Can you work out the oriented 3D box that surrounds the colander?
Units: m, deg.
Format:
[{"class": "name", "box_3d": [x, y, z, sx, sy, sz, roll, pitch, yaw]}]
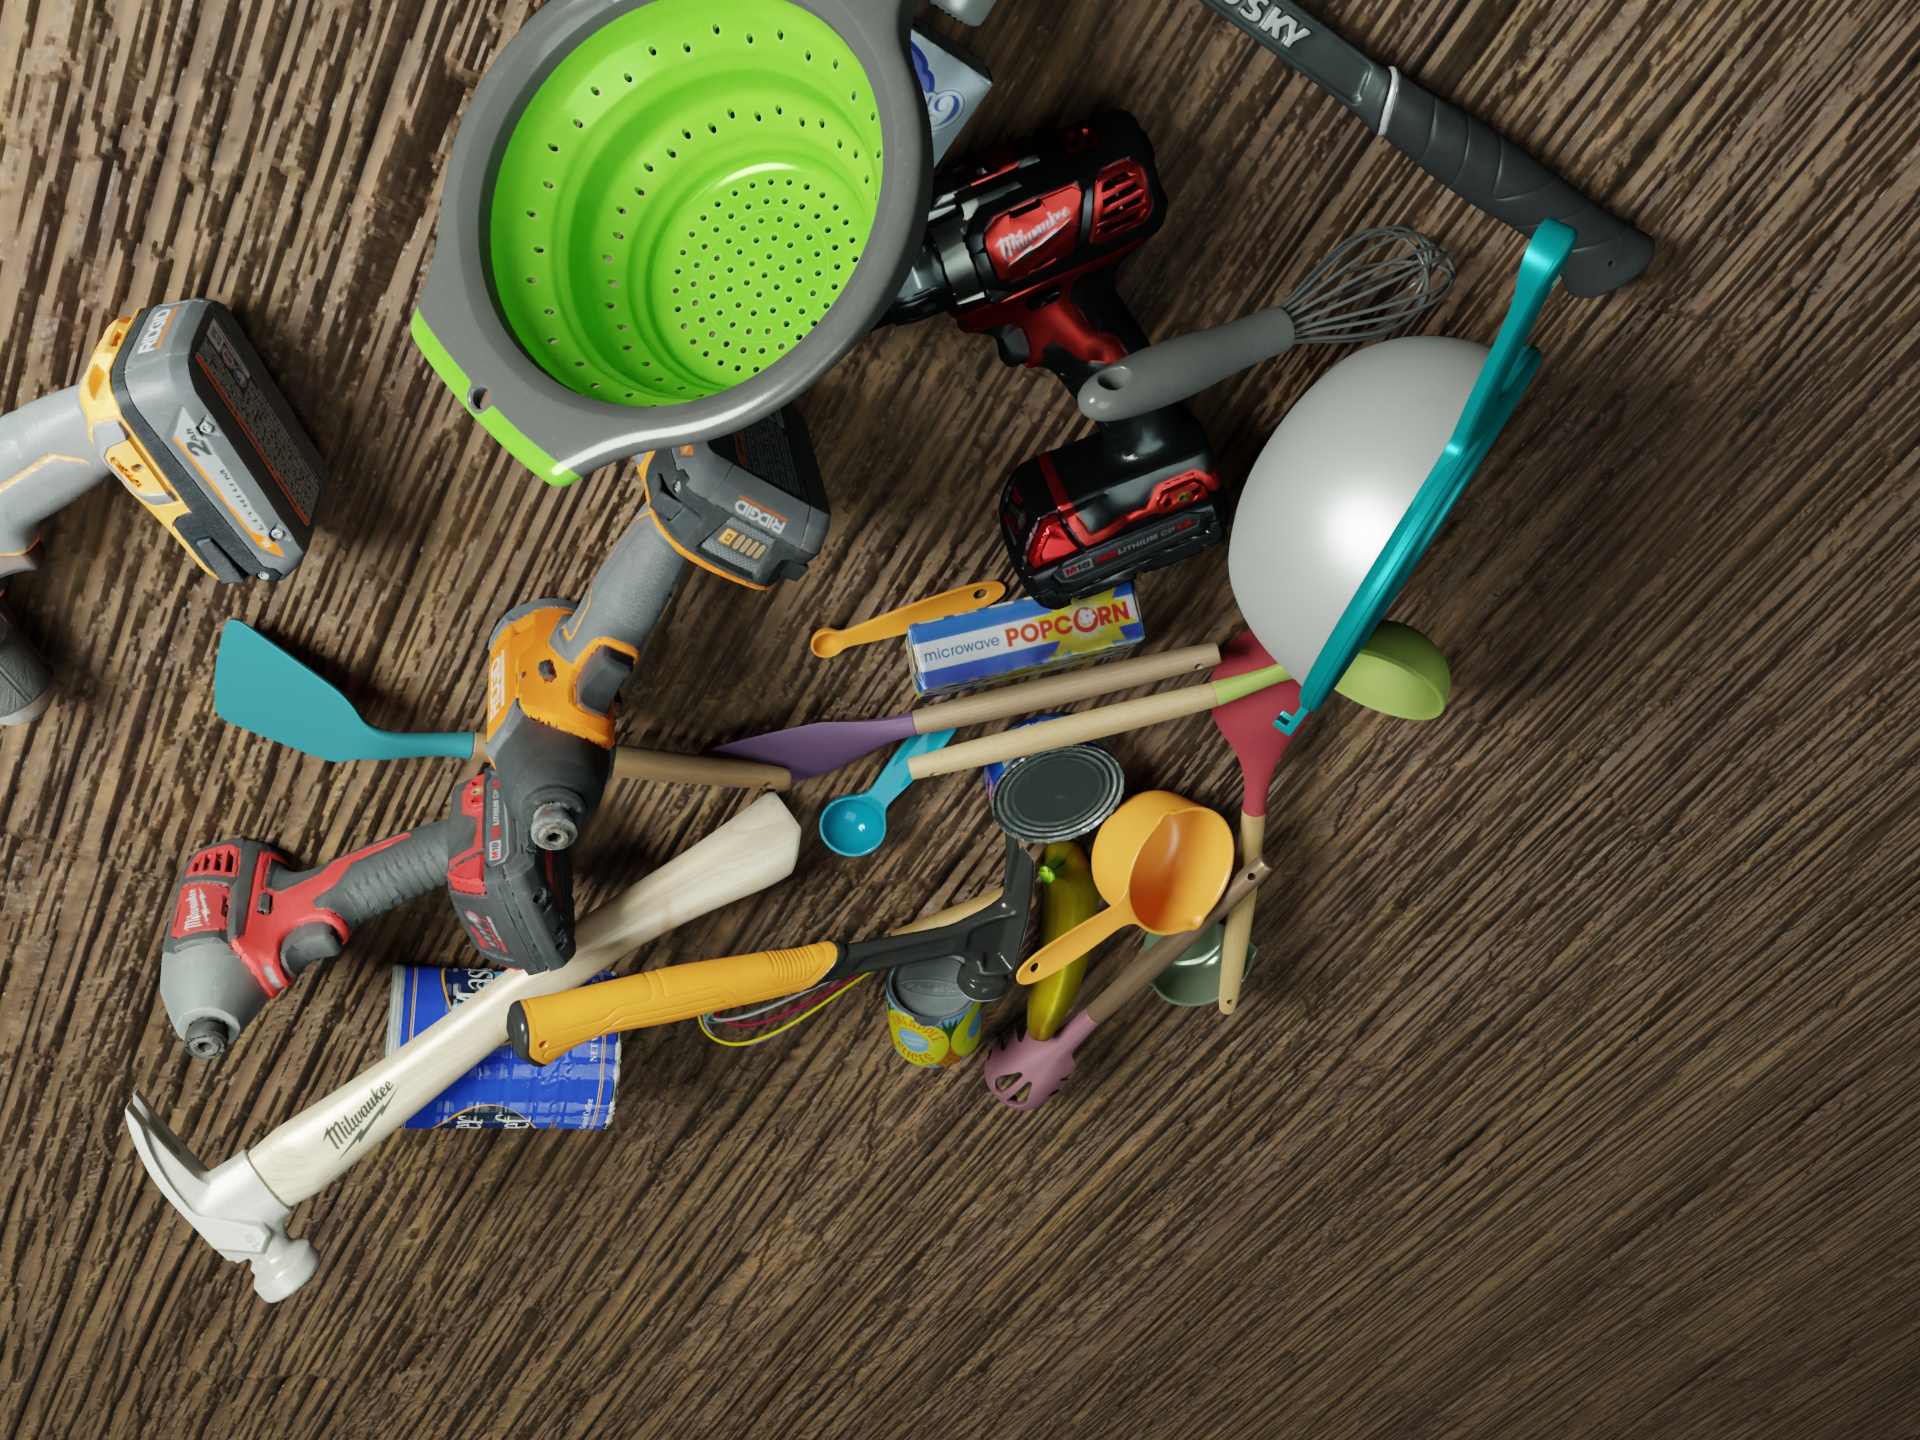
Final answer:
[{"class": "colander", "box_3d": [-0.042, -0.256, 0.635, 0.397, 0.205, 0.094, -47, 162, 7]}]

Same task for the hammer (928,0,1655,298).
[{"class": "hammer", "box_3d": [0.185, -0.300, 0.733, 0.408, 0.036, 0.149, 20, 123, -30]}]

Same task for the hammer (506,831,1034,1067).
[{"class": "hammer", "box_3d": [-0.107, 0.149, 0.975, 0.336, 0.034, 0.127, -8, 127, -29]}]

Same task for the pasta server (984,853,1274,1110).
[{"class": "pasta server", "box_3d": [0.113, 0.189, 1.121, 0.060, 0.040, 0.316, 43, 122, 2]}]

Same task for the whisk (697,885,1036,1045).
[{"class": "whisk", "box_3d": [-0.065, 0.159, 1.082, 0.245, 0.047, 0.051, -22, 145, 0]}]

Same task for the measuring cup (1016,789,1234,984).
[{"class": "measuring cup", "box_3d": [0.094, 0.109, 1.016, 0.173, 0.052, 0.095, -31, 122, -19]}]

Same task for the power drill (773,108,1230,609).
[{"class": "power drill", "box_3d": [0.028, -0.166, 0.786, 0.188, 0.080, 0.226, -22, 130, 5]}]

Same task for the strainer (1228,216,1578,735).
[{"class": "strainer", "box_3d": [0.198, -0.139, 0.759, 0.211, 0.095, 0.340, -54, 166, -16]}]

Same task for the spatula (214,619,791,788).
[{"class": "spatula", "box_3d": [-0.247, 0.007, 0.893, 0.317, 0.044, 0.082, 8, 137, -24]}]

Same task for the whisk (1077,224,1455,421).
[{"class": "whisk", "box_3d": [0.148, -0.188, 0.756, 0.239, 0.055, 0.055, -27, 139, -27]}]

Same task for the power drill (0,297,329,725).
[{"class": "power drill", "box_3d": [-0.416, -0.087, 0.739, 0.226, 0.084, 0.185, -14, 134, 4]}]

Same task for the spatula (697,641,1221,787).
[{"class": "spatula", "box_3d": [-0.002, -0.003, 0.946, 0.316, 0.018, 0.059, -14, 147, 7]}]

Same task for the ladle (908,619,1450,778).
[{"class": "ladle", "box_3d": [0.127, 0.002, 0.938, 0.320, 0.062, 0.078, -14, 158, 3]}]

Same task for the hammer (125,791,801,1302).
[{"class": "hammer", "box_3d": [-0.277, 0.164, 0.945, 0.410, 0.038, 0.146, -35, 107, -10]}]

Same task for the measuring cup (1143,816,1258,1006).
[{"class": "measuring cup", "box_3d": [0.159, 0.127, 1.119, 0.083, 0.038, 0.167, -15, 121, -2]}]

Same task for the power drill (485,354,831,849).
[{"class": "power drill", "box_3d": [-0.160, -0.050, 0.782, 0.084, 0.164, 0.226, 26, 119, -32]}]

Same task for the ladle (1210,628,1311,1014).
[{"class": "ladle", "box_3d": [0.190, 0.079, 1.052, 0.069, 0.031, 0.315, -4, 125, -4]}]

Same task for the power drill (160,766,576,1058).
[{"class": "power drill", "box_3d": [-0.335, 0.109, 0.894, 0.219, 0.143, 0.078, -15, 129, -4]}]

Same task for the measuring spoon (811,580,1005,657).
[{"class": "measuring spoon", "box_3d": [-0.030, -0.061, 0.912, 0.117, 0.011, 0.021, -18, 136, -3]}]

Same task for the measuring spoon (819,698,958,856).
[{"class": "measuring spoon", "box_3d": [-0.040, 0.032, 0.990, 0.042, 0.021, 0.128, 36, 107, -16]}]
